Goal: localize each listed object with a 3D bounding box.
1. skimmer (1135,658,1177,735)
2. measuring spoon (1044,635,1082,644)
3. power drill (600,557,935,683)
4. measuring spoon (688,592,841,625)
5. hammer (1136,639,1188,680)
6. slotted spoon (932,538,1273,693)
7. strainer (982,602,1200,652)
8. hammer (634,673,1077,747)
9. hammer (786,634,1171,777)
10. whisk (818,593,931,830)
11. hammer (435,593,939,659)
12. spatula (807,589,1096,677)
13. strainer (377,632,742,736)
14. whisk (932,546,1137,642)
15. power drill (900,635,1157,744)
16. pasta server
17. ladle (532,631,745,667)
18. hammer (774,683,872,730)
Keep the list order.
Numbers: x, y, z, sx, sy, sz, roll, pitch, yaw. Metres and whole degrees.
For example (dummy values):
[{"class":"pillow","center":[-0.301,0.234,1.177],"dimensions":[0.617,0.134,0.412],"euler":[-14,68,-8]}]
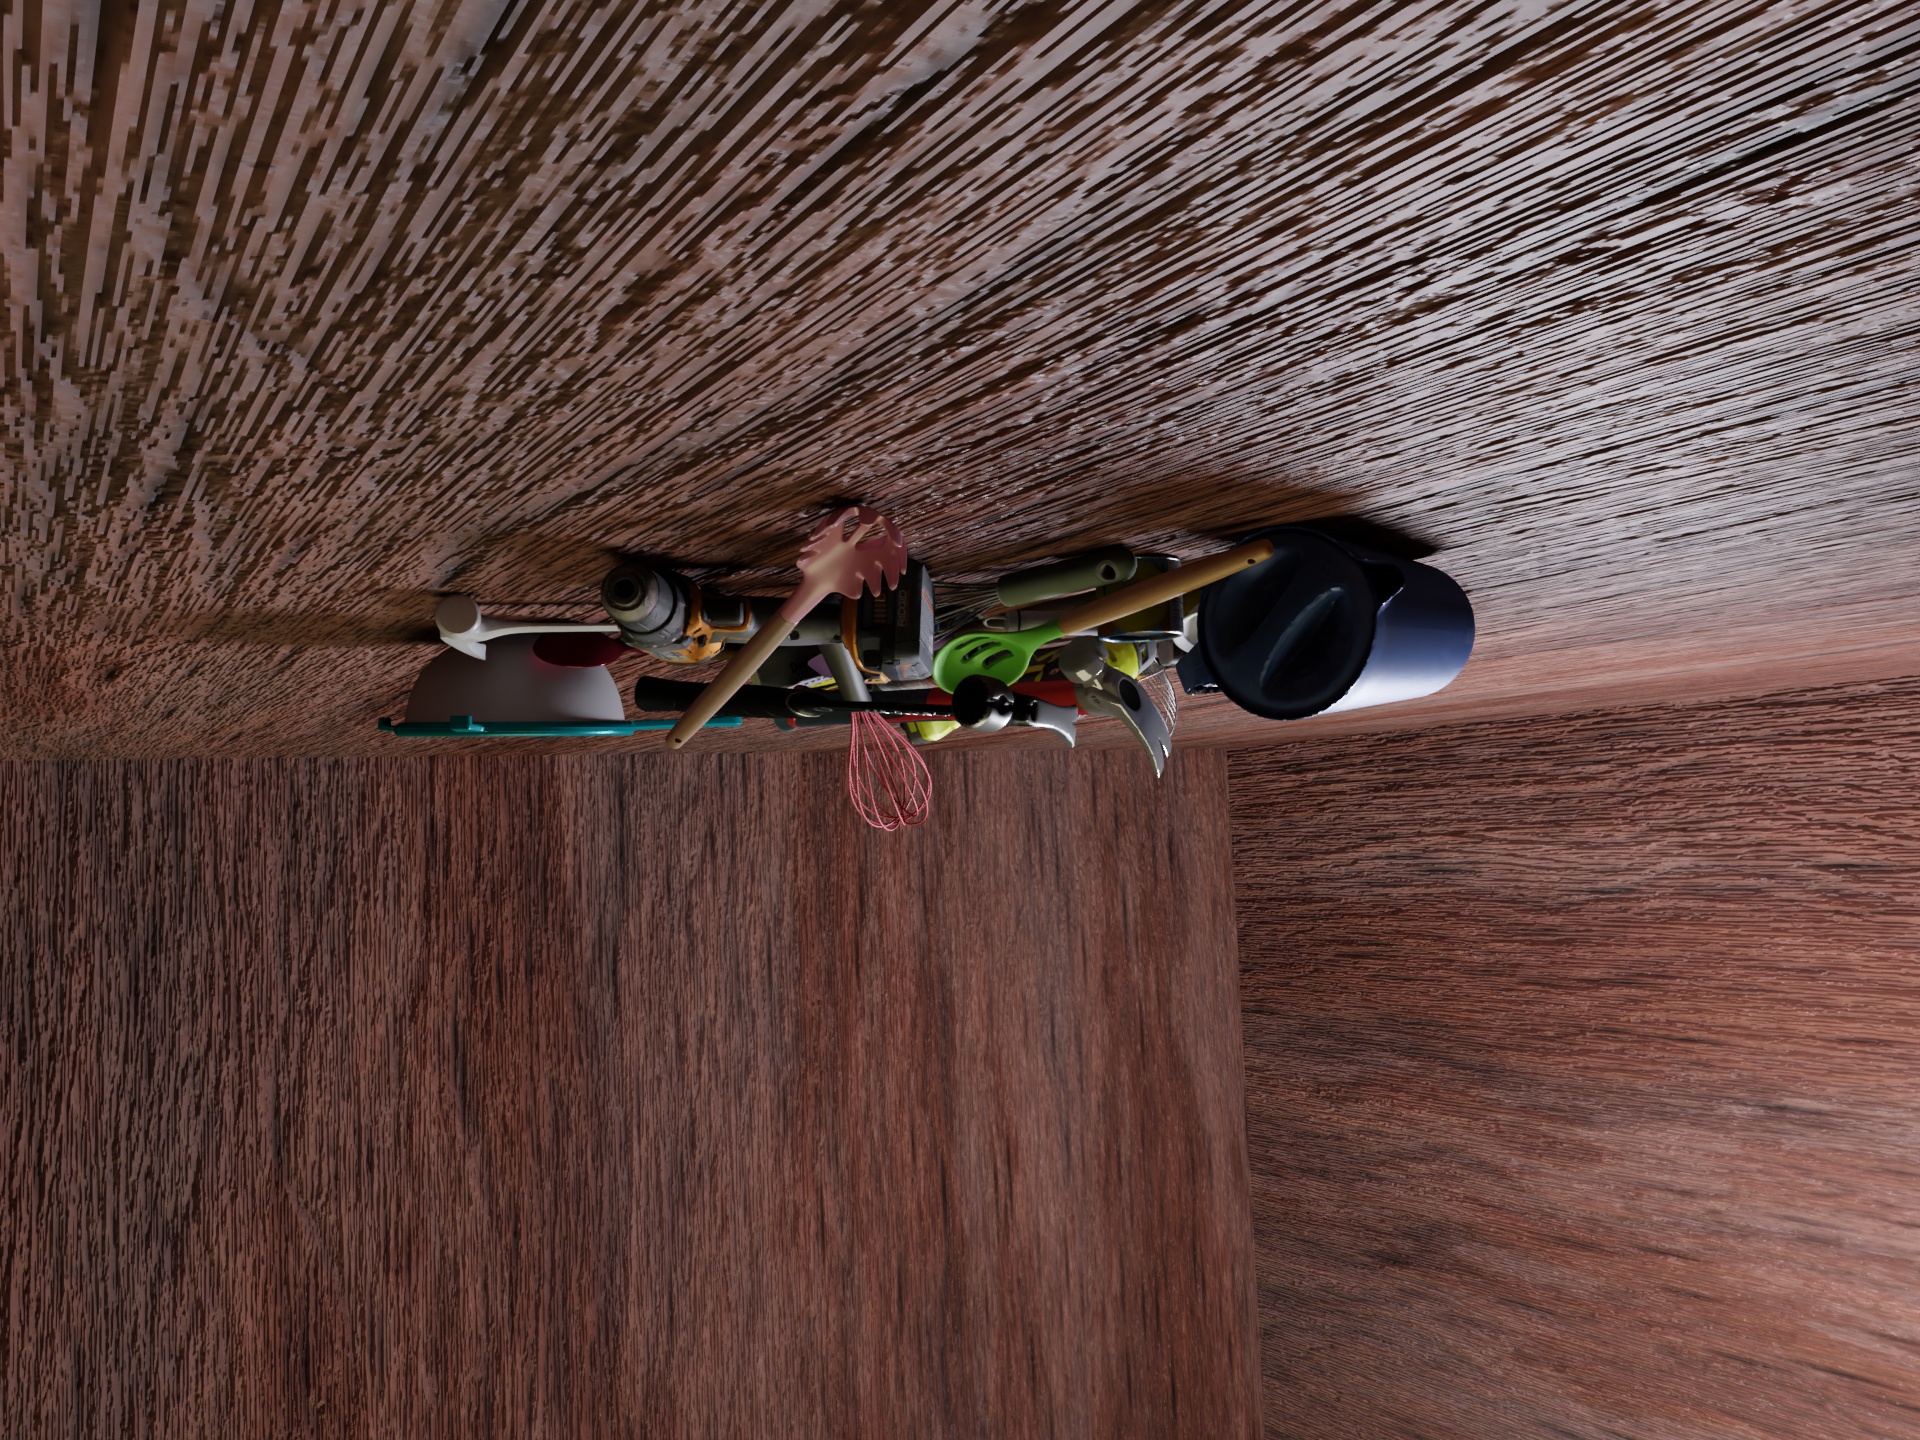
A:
[{"class":"skimmer","center":[0.074,-0.032,1.753],"dimensions":[0.363,0.090,0.127],"euler":[-1,139,35]},{"class":"measuring spoon","center":[0.124,-0.089,1.557],"dimensions":[0.124,0.018,0.034],"euler":[-10,180,10]},{"class":"power drill","center":[-0.138,-0.077,1.139],"dimensions":[0.226,0.084,0.185],"euler":[2,174,4]},{"class":"measuring spoon","center":[-0.154,-0.091,1.243],"dimensions":[0.128,0.021,0.042],"euler":[-3,-148,15]},{"class":"hammer","center":[0.215,-0.060,1.840],"dimensions":[0.127,0.034,0.337],"euler":[0,175,-22]},{"class":"slotted spoon","center":[0.097,-0.076,1.162],"dimensions":[0.070,0.031,0.314],"euler":[33,144,-34]},{"class":"strainer","center":[0.145,-0.079,1.265],"dimensions":[0.258,0.050,0.086],"euler":[1,155,-9]},{"class":"hammer","center":[-0.097,-0.012,1.193],"dimensions":[0.409,0.036,0.149],"euler":[3,175,38]},{"class":"hammer","center":[-0.002,-0.004,1.381],"dimensions":[0.386,0.038,0.143],"euler":[-2,140,42]},{"class":"whisk","center":[-0.083,-0.002,1.356],"dimensions":[0.073,0.073,0.295],"euler":[-3,137,13]},{"class":"hammer","center":[-0.220,-0.078,1.325],"dimensions":[0.405,0.035,0.144],"euler":[-1,175,-15]},{"class":"spatula","center":[0.020,-0.077,1.314],"dimensions":[0.316,0.018,0.059],"euler":[-13,157,18]},{"class":"strainer","center":[-0.354,-0.033,1.485],"dimensions":[0.340,0.095,0.211],"euler":[-2,-179,-39]},{"class":"whisk","center":[0.029,-0.097,1.207],"dimensions":[0.246,0.057,0.059],"euler":[-10,-154,39]},{"class":"power drill","center":[0.050,-0.036,1.476],"dimensions":[0.223,0.080,0.171],"euler":[-6,-158,38]},{"class":"pasta server","center":[-0.127,-0.051,1.050],"dimensions":[0.060,0.040,0.316],"euler":[30,138,-18]},{"class":"ladle","center":[-0.274,-0.067,1.493],"dimensions":[0.069,0.031,0.315],"euler":[28,-166,27]},{"class":"hammer","center":[-0.093,-0.028,1.664],"dimensions":[0.128,0.033,0.331],"euler":[-16,-179,28]}]
